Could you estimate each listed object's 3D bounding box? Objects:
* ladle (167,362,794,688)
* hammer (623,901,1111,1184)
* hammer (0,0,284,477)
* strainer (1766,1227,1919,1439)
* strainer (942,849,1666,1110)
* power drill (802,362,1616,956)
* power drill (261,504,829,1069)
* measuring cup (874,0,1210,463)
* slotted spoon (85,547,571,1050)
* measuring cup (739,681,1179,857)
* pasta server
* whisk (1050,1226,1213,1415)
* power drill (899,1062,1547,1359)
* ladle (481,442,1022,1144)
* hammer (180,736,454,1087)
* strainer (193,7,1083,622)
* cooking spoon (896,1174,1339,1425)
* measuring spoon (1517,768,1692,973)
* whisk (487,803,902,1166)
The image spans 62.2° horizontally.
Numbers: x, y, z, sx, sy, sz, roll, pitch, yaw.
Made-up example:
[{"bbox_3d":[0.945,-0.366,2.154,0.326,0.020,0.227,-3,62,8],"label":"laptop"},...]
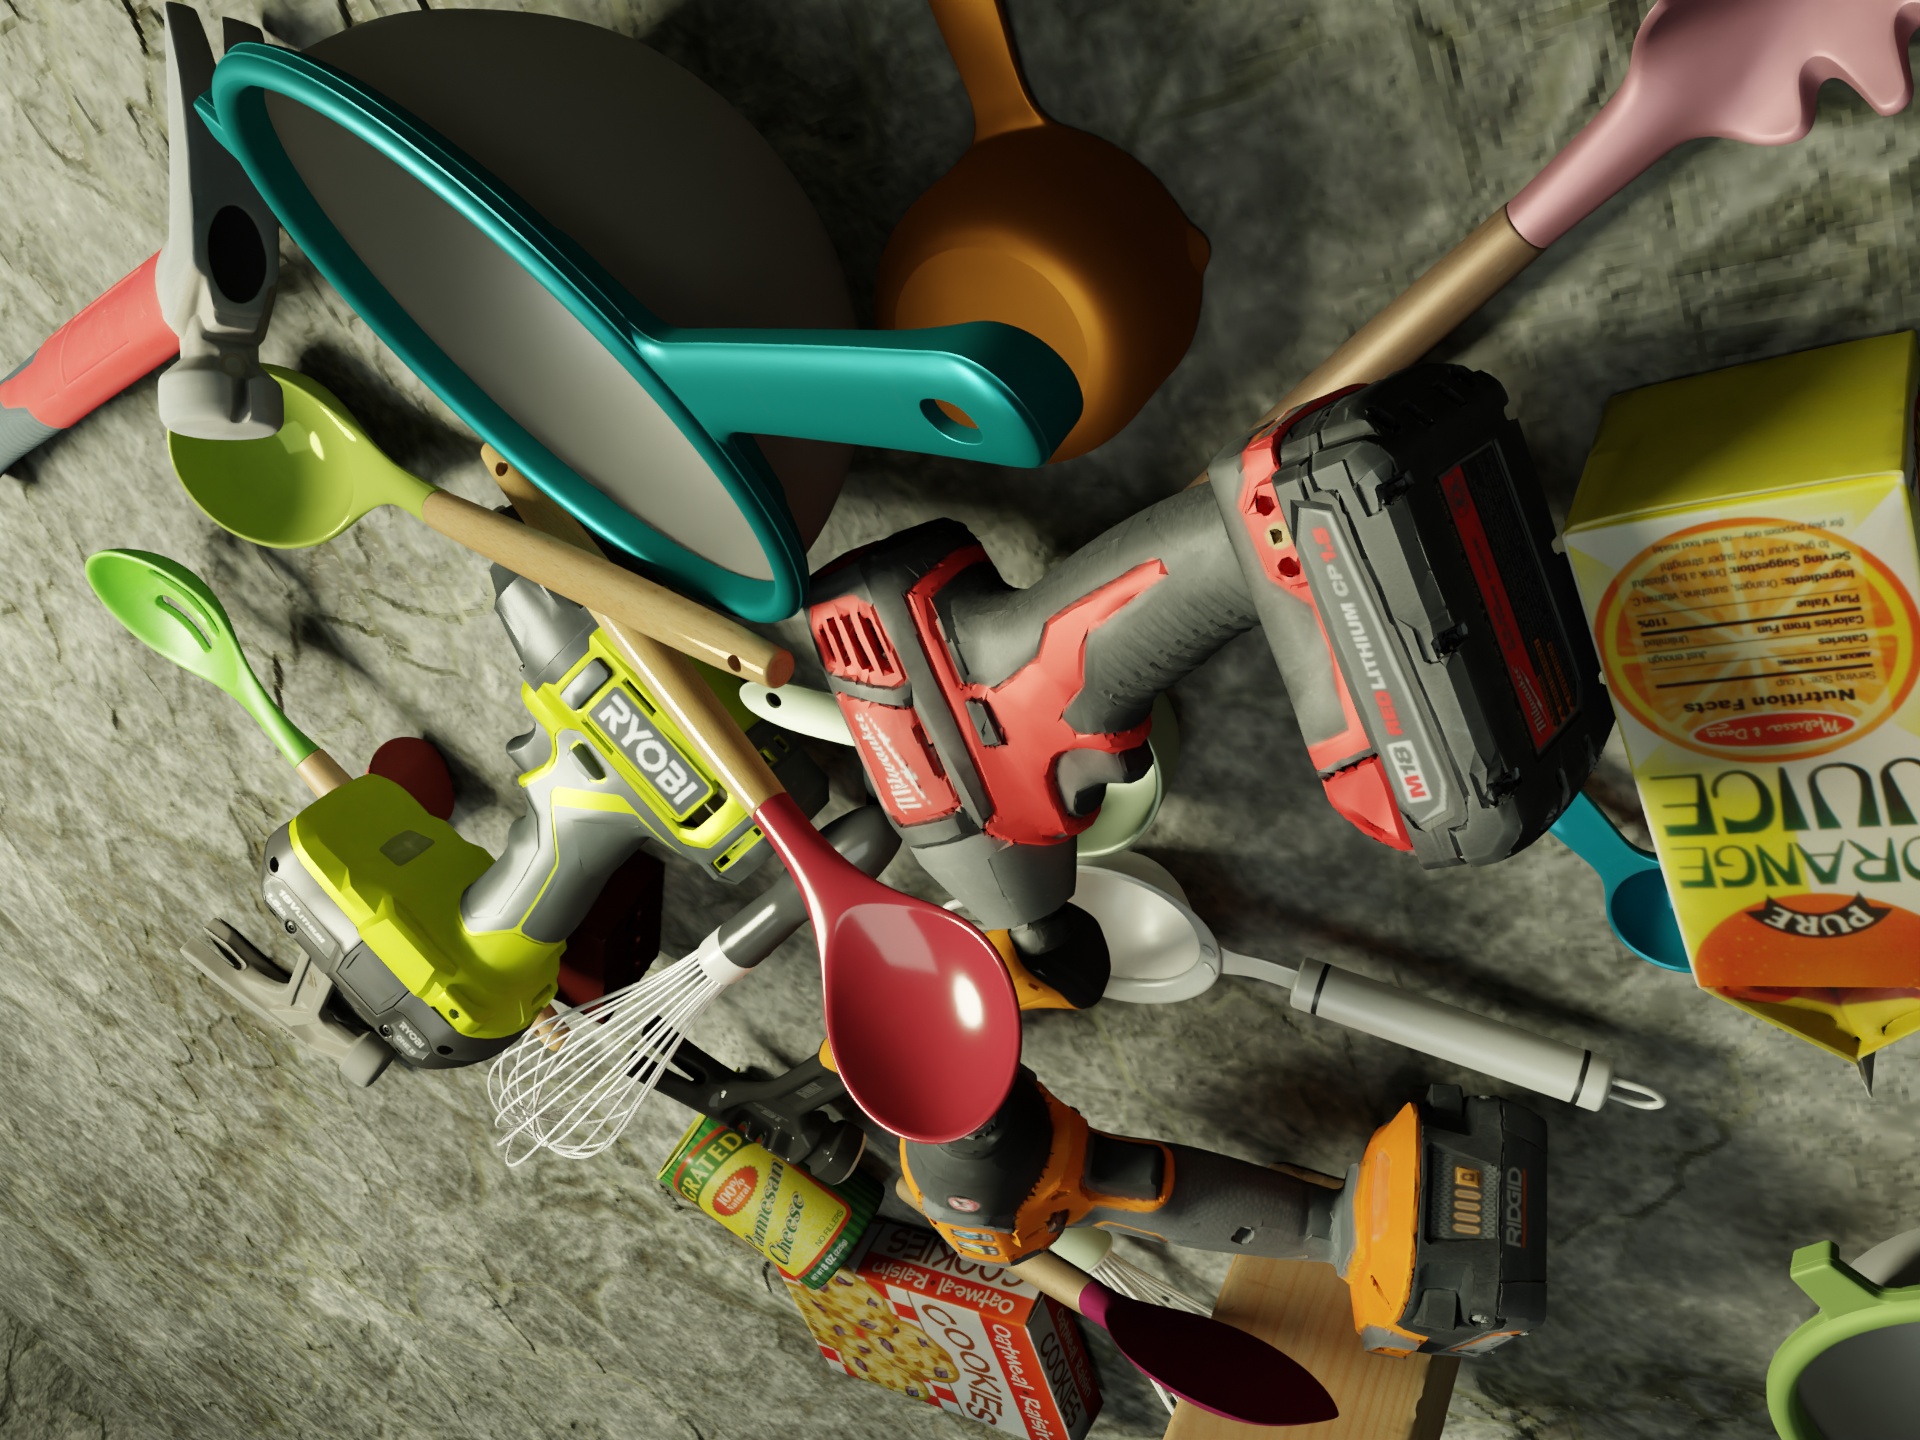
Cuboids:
[{"bbox_3d":[-0.183,-0.065,0.572,0.320,0.062,0.078,24,130,34],"label":"ladle"},{"bbox_3d":[-0.042,0.134,0.677,0.127,0.034,0.337,32,147,-11],"label":"hammer"},{"bbox_3d":[-0.372,-0.156,0.659,0.386,0.038,0.143,-5,87,45],"label":"hammer"},{"bbox_3d":[0.359,0.252,0.551,0.151,0.069,0.256,7,131,25],"label":"strainer"},{"bbox_3d":[0.119,0.092,0.575,0.258,0.050,0.086,17,143,19],"label":"strainer"},{"bbox_3d":[0.057,-0.005,0.453,0.220,0.078,0.143,-14,102,44],"label":"power drill"},{"bbox_3d":[-0.183,0.032,0.662,0.223,0.080,0.171,-40,94,26],"label":"power drill"},{"bbox_3d":[0.004,-0.149,0.429,0.095,0.052,0.173,-1,129,33],"label":"measuring cup"},{"bbox_3d":[-0.293,0.038,0.757,0.313,0.031,0.070,50,137,-6],"label":"slotted spoon"},{"bbox_3d":[-0.001,-0.002,0.573,0.168,0.038,0.083,12,126,24],"label":"measuring cup"},{"bbox_3d":[0.123,-0.104,0.405,0.060,0.040,0.316,33,140,-14],"label":"pasta server"},{"bbox_3d":[0.070,0.263,0.768,0.246,0.058,0.059,47,173,-6],"label":"whisk"},{"bbox_3d":[0.089,0.170,0.580,0.226,0.084,0.164,6,154,10],"label":"power drill"},{"bbox_3d":[-0.083,0.011,0.556,0.069,0.031,0.316,-43,72,9],"label":"ladle"},{"bbox_3d":[-0.359,0.102,0.905,0.149,0.037,0.359,39,138,-4],"label":"hammer"},{"bbox_3d":[-0.064,-0.118,0.416,0.341,0.095,0.210,20,156,51],"label":"strainer"},{"bbox_3d":[0.044,0.239,0.677,0.068,0.017,0.319,9,176,-26],"label":"cooking spoon"},{"bbox_3d":[0.195,0.026,0.497,0.128,0.021,0.042,45,139,3],"label":"measuring spoon"},{"bbox_3d":[-0.118,0.115,0.686,0.070,0.070,0.284,44,121,-9],"label":"whisk"}]
